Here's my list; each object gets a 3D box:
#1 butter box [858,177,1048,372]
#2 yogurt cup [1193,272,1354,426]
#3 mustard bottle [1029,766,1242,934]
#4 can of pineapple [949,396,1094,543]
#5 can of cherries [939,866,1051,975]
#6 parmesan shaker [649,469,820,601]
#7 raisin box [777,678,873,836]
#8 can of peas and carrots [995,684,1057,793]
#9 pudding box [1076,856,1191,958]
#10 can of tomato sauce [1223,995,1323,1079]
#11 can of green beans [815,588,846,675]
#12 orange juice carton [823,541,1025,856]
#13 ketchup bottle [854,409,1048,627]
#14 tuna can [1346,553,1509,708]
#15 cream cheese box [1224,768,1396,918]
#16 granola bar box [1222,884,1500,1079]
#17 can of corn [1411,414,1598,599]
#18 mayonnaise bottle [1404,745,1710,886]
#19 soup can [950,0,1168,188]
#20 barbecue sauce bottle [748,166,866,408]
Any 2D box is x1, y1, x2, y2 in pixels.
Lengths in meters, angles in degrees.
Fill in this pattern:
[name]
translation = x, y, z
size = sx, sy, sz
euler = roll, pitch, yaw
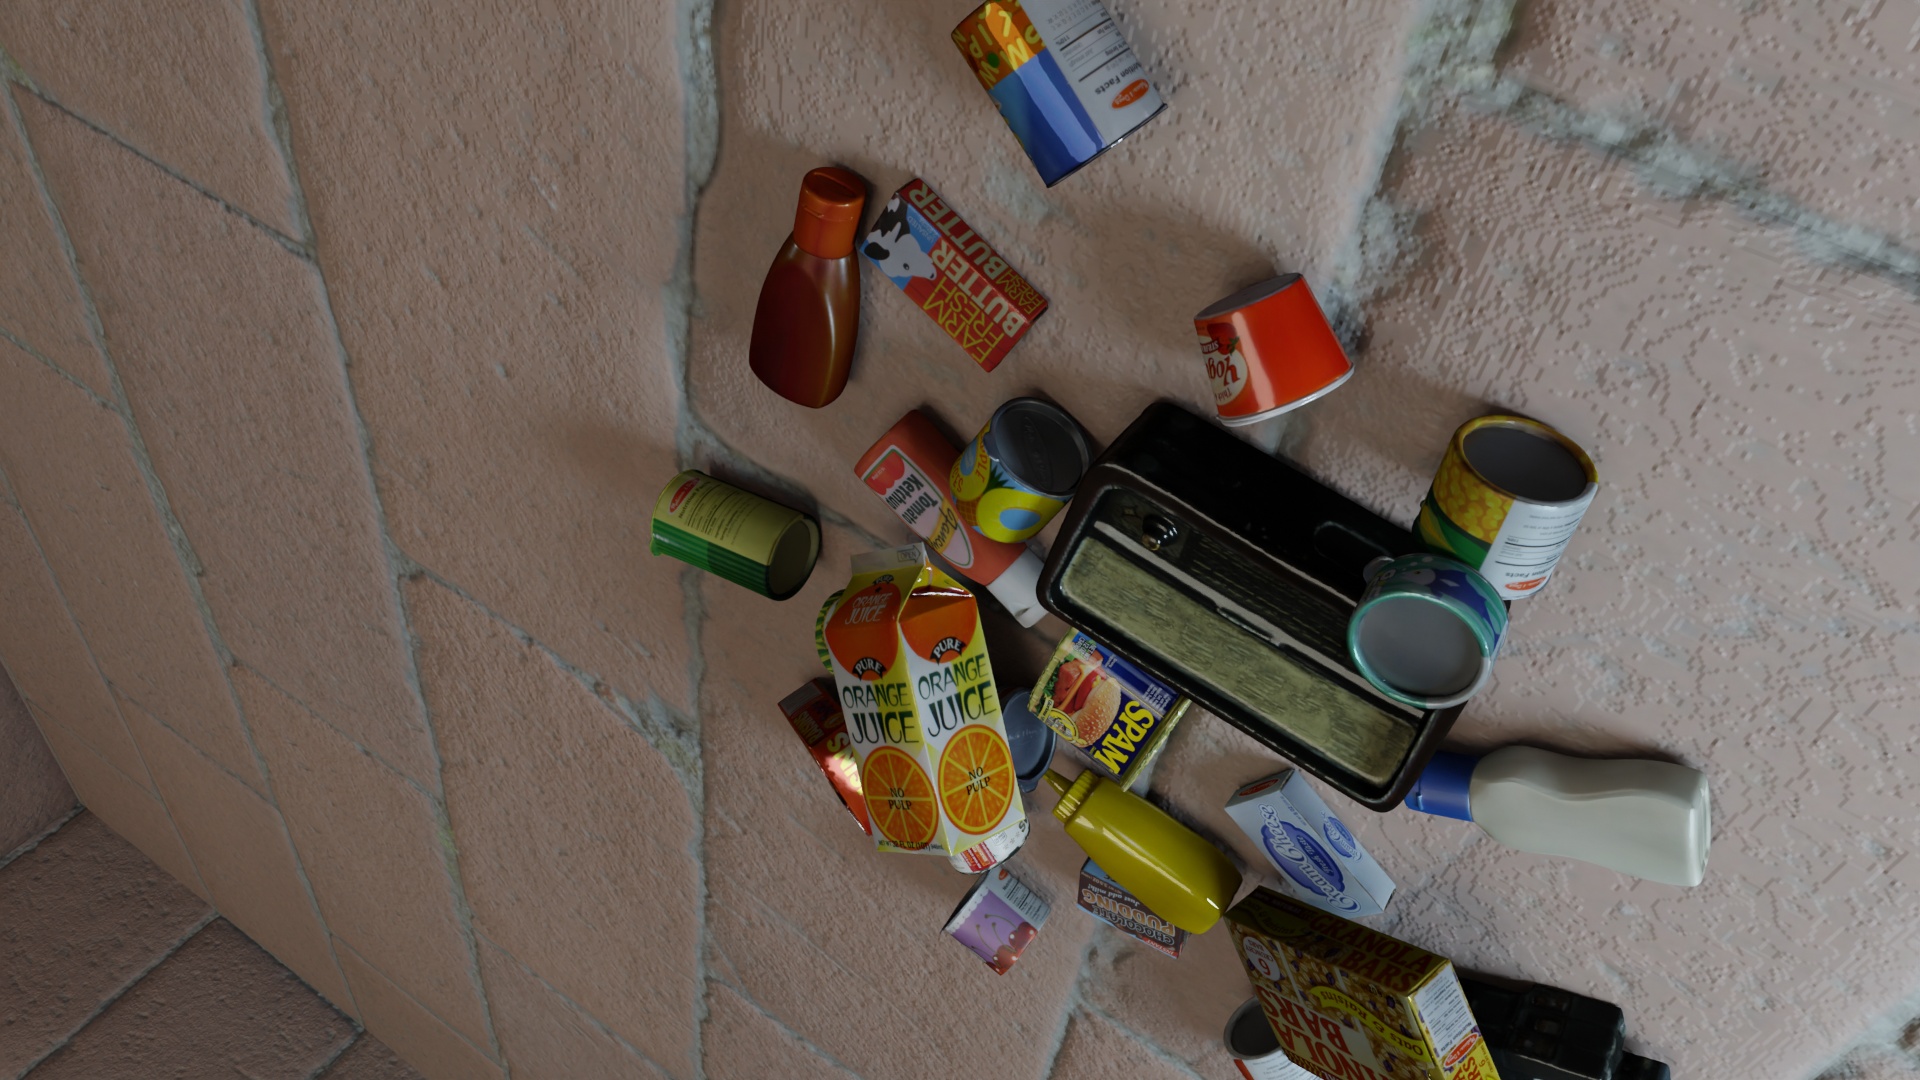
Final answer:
[butter box]
translation = -0.004, -0.146, 0.770
size = 0.103, 0.024, 0.053
euler = 44, 140, 1
[yogurt cup]
translation = 0.146, -0.093, 0.662
size = 0.072, 0.073, 0.054
euler = -13, 107, 45
[mustard bottle]
translation = 0.114, 0.201, 0.948
size = 0.160, 0.049, 0.065
euler = 37, 144, 9
[can of pineapple]
translation = 0.033, -0.040, 0.796
size = 0.071, 0.071, 0.057
euler = 43, 140, 1
[can of cherries]
translation = 0.027, 0.298, 1.087
size = 0.058, 0.072, 0.071
euler = 38, 139, 6
[parmesan shaker]
translation = -0.160, -0.001, 0.985
size = 0.103, 0.072, 0.071
euler = 21, 135, 24
[raisin box]
translation = -0.090, 0.161, 1.046
size = 0.086, 0.040, 0.123
euler = 59, 169, -17
[can of peas and carrots]
translation = 0.024, 0.134, 0.950
size = 0.058, 0.071, 0.070
euler = 0, 123, 41
[pudding box]
translation = 0.127, 0.260, 1.002
size = 0.084, 0.030, 0.049
euler = 23, 137, 23
[can of tomato sauce]
translation = 0.233, 0.370, 0.983
size = 0.071, 0.071, 0.083
euler = -17, 111, 46
[can of green beans]
translation = -0.058, 0.065, 0.961
size = 0.057, 0.071, 0.071
euler = -5, 120, 42
[orange juice carton]
translation = -0.027, 0.098, 0.890
size = 0.071, 0.073, 0.192
euler = -10, 95, 45
[ketchup bottle]
translation = 0.003, -0.011, 0.865
size = 0.149, 0.044, 0.064
euler = 46, 142, -3
[tuna can]
translation = 0.211, 0.040, 0.635
size = 0.071, 0.033, 0.070
euler = 19, 130, 24
[cream cheese box]
translation = 0.220, 0.193, 0.874
size = 0.104, 0.024, 0.053
euler = 49, 141, -5
[granola bar box]
translation = 0.247, 0.293, 0.857
size = 0.165, 0.039, 0.124
euler = 4, 122, 63
[can of corn]
translation = 0.248, -0.018, 0.640
size = 0.071, 0.071, 0.058
euler = 27, 136, 19
[mayonnaise bottle]
translation = 0.314, 0.139, 0.739
size = 0.148, 0.041, 0.064
euler = 6, 126, 38
[soup can]
translation = 0.043, -0.215, 0.640
size = 0.071, 0.072, 0.083
euler = -23, 107, 47
[barbecue sauce bottle]
translation = -0.087, -0.149, 0.821
size = 0.065, 0.044, 0.147
euler = 33, 138, 12
